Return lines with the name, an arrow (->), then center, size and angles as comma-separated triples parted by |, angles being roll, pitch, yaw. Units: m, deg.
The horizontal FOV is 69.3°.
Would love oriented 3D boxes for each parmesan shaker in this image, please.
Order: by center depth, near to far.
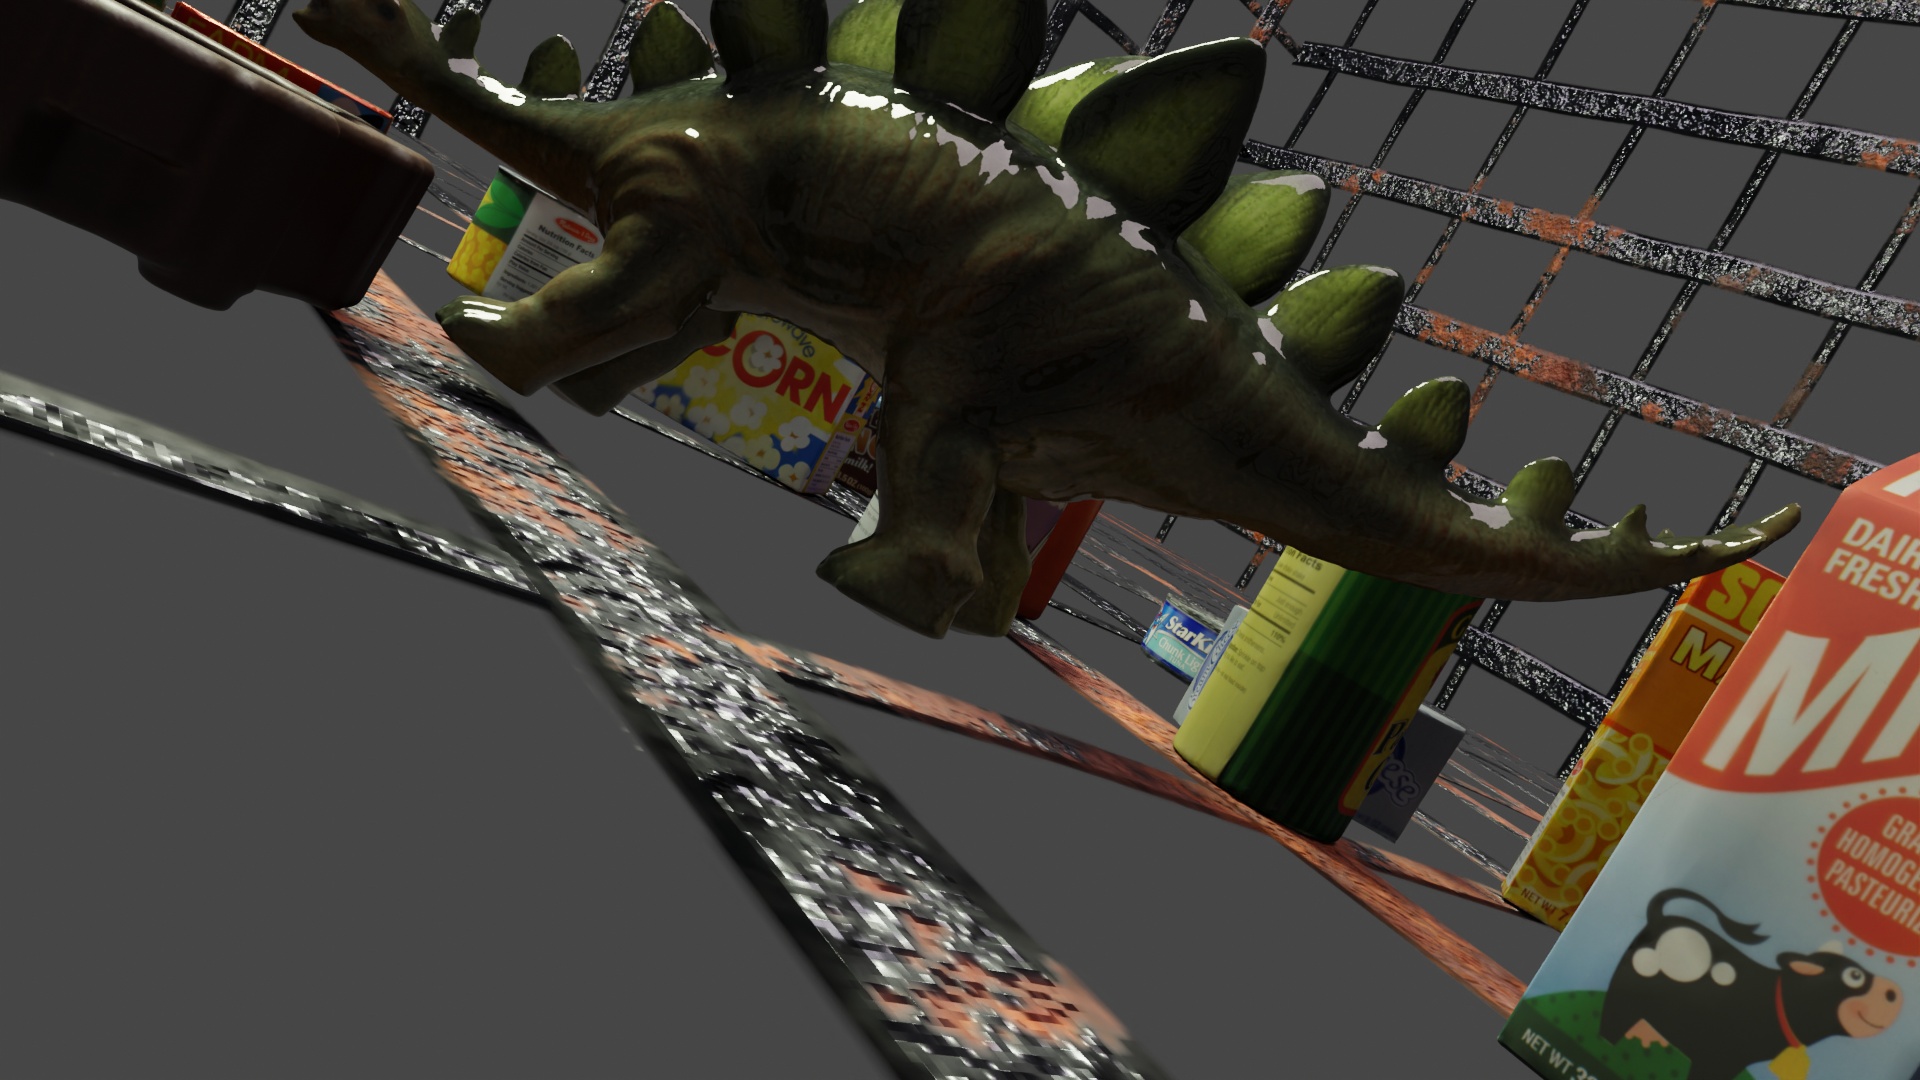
parmesan shaker -> 0.126, 0.043, 0.479 | 0.071, 0.103, 0.071 | 29, 5, -3

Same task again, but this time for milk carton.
milk carton -> 0.212, 0.059, 0.306 | 0.073, 0.190, 0.072 | 26, 6, -38

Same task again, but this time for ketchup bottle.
ketchup bottle -> 0.048, -0.041, 0.604 | 0.043, 0.148, 0.065 | 27, 5, -23

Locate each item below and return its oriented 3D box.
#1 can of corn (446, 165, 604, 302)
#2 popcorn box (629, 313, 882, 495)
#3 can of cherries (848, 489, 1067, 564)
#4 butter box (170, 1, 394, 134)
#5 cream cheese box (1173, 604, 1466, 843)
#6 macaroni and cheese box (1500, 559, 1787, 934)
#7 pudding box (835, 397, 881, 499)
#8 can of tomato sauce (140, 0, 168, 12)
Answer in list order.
can of corn -> -0.208, -0.141, 0.678 | 0.071, 0.058, 0.071 | 29, 5, -3
popcorn box -> -0.097, -0.086, 0.607 | 0.127, 0.085, 0.038 | 30, 5, 8
can of cherries -> 0.002, -0.007, 0.523 | 0.071, 0.058, 0.071 | 29, 5, -3
butter box -> -0.336, -0.210, 0.674 | 0.103, 0.053, 0.024 | 27, 5, -27
cream cheese box -> 0.140, 0.072, 0.542 | 0.104, 0.053, 0.024 | 28, 5, -13
macaroni and cheese box -> 0.313, 0.104, 0.546 | 0.124, 0.166, 0.040 | 31, 5, 20
pudding box -> -0.068, -0.062, 0.720 | 0.084, 0.049, 0.030 | 29, 5, 1
can of tomato sauce -> -0.326, -0.203, 0.504 | 0.071, 0.083, 0.071 | 29, 5, -3
